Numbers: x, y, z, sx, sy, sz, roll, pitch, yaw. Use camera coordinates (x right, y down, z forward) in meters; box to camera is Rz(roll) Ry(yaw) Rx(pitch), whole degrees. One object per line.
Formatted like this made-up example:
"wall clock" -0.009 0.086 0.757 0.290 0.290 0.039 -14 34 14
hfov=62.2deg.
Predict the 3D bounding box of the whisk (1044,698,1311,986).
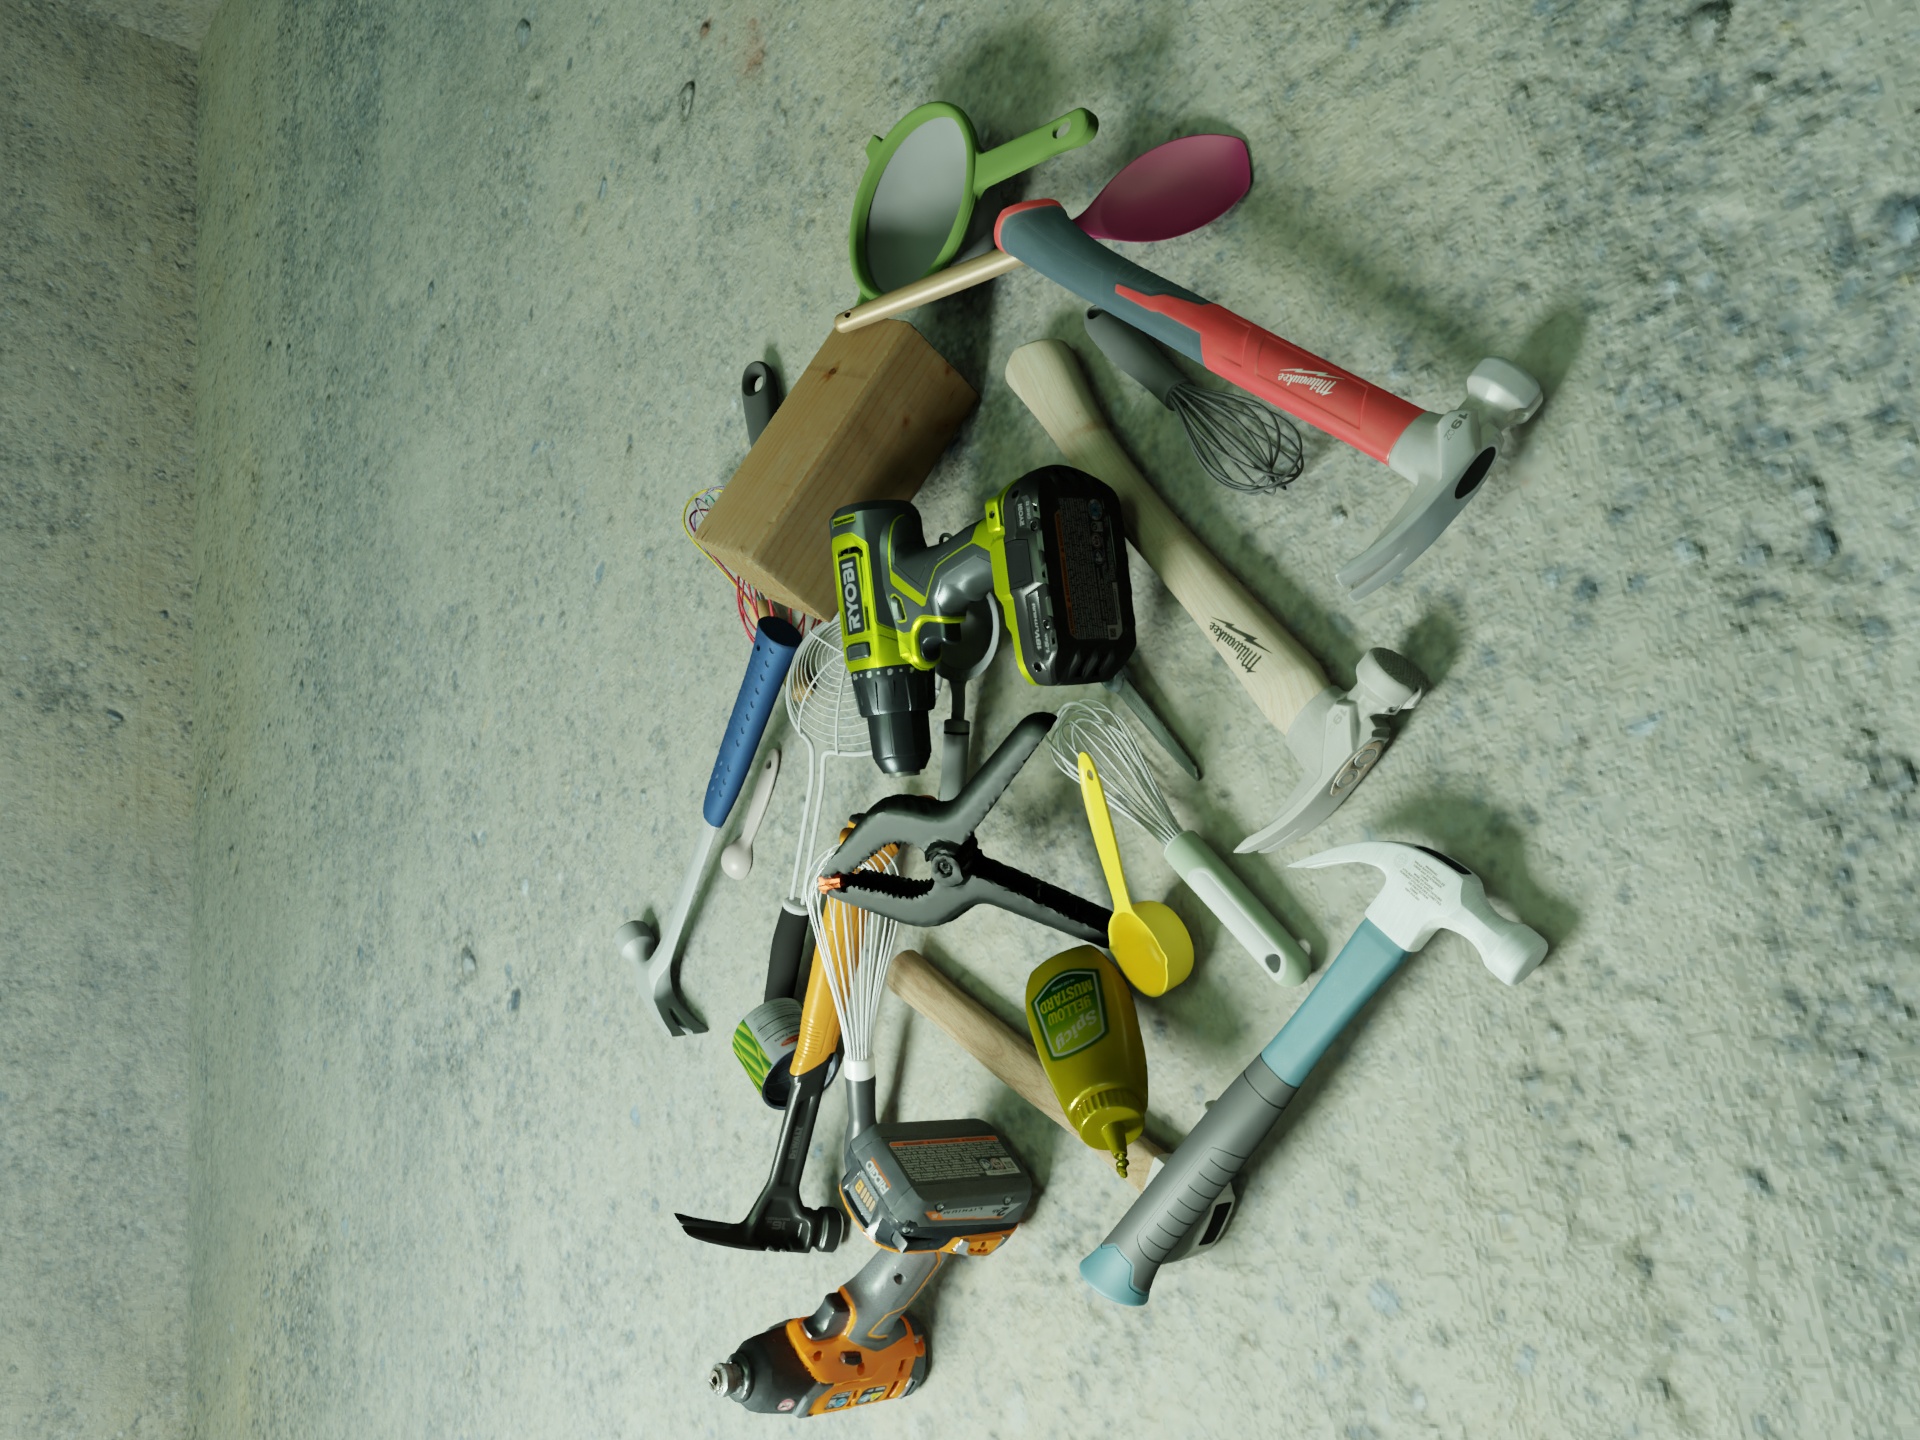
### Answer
"whisk" 0.129 0.071 0.970 0.247 0.059 0.057 50 134 36

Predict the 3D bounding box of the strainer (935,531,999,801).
"strainer" -0.002 -0.004 1.139 0.087 0.050 0.258 8 97 44

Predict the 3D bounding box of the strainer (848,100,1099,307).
"strainer" 0.020 -0.377 1.141 0.256 0.069 0.151 -5 78 49

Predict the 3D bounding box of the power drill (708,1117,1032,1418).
"power drill" -0.065 0.377 1.067 0.084 0.164 0.226 48 118 43

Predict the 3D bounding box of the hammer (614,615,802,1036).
"hammer" -0.207 0.094 1.335 0.144 0.035 0.405 53 131 39

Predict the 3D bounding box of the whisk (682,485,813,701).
"whisk" -0.183 -0.110 1.367 0.245 0.047 0.051 61 146 30

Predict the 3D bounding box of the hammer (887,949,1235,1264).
"hammer" 0.052 0.240 1.048 0.332 0.031 0.130 29 107 48

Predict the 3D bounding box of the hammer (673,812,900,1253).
"hammer" -0.113 0.232 1.183 0.034 0.127 0.337 21 98 64

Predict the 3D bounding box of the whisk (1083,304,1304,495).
"whisk" 0.139 -0.208 0.998 0.055 0.055 0.239 -61 41 25

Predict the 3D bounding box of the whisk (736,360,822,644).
"whisk" -0.161 -0.184 1.339 0.073 0.073 0.296 -35 54 42

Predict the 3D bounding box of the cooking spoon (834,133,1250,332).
"cooking spoon" 0.046 -0.319 1.077 0.319 0.017 0.069 -13 73 29

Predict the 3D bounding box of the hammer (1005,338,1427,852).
"hammer" 0.126 -0.104 1.005 0.146 0.038 0.411 -57 46 30

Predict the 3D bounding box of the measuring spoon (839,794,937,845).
"measuring spoon" -0.047 0.072 1.128 0.011 0.117 0.021 -18 92 36

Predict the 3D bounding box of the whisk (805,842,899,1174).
"whisk" -0.074 0.219 1.148 0.070 0.070 0.284 17 114 50

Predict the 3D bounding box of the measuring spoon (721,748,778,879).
"measuring spoon" -0.181 0.079 1.354 0.034 0.018 0.124 38 114 46

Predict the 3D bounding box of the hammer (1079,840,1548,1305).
"hammer" 0.169 0.203 0.875 0.128 0.033 0.331 46 113 33

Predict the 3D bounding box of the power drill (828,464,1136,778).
"power drill" 0.004 -0.064 1.049 0.228 0.080 0.190 -9 87 48

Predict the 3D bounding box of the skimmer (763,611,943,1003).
"skimmer" -0.100 0.085 1.247 0.127 0.090 0.363 25 116 28

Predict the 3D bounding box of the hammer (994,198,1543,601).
"hammer" 0.138 -0.213 0.933 0.143 0.038 0.387 -51 52 1

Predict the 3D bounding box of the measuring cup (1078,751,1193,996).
"measuring cup" 0.105 0.090 0.968 0.062 0.029 0.156 -6 101 63
